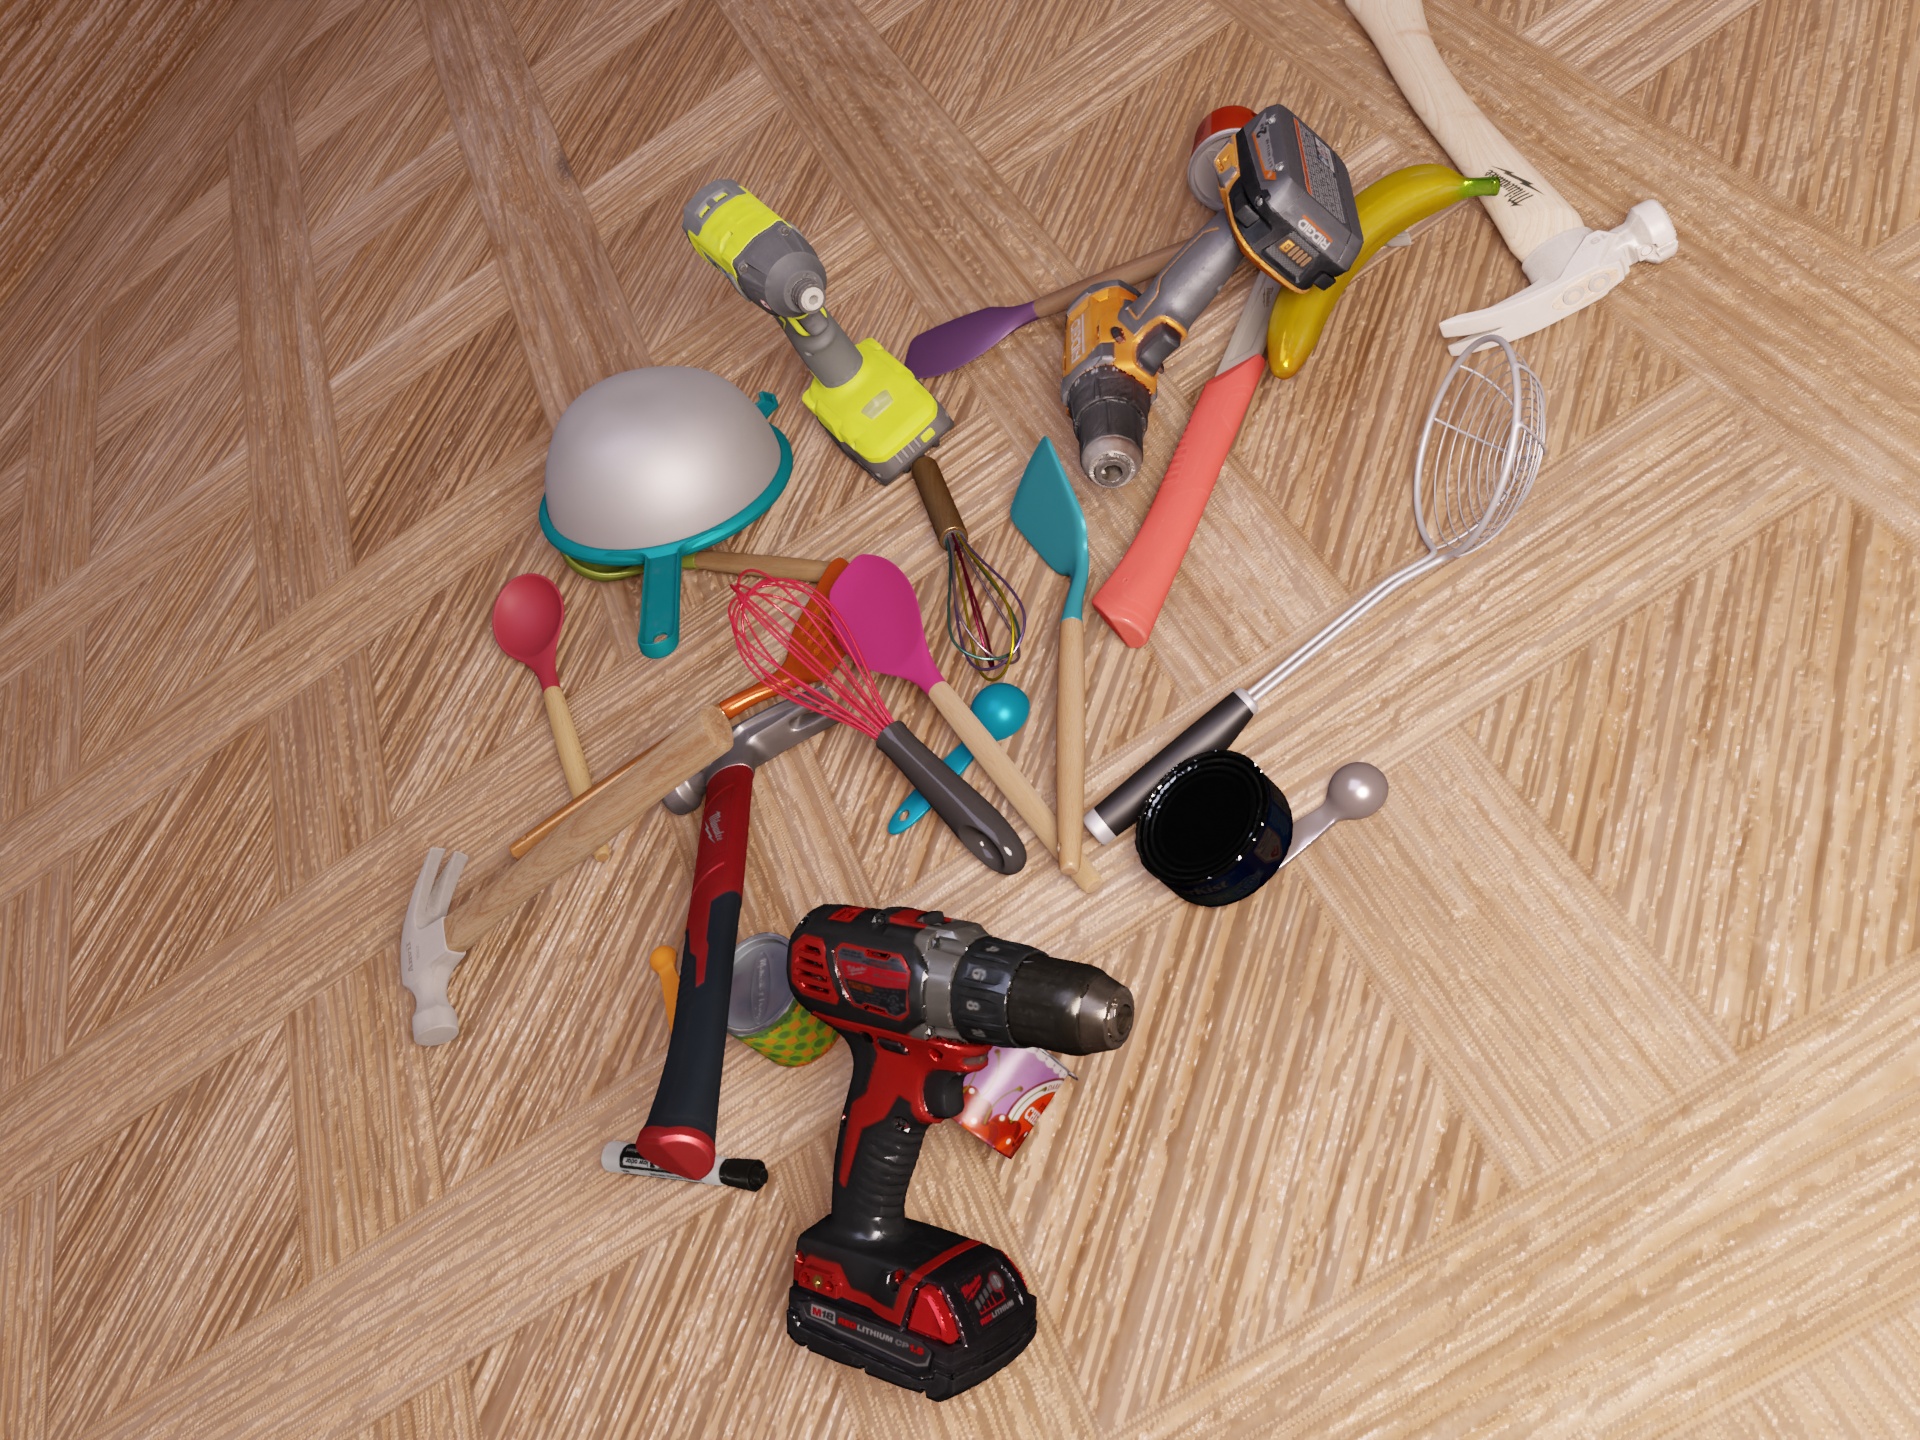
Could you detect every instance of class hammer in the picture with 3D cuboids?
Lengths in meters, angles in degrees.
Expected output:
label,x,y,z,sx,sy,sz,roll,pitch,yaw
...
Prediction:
label,x,y,z,sx,sy,sz,roll,pitch,yaw
hammer,0.343,-0.416,1.123,0.146,0.038,0.411,-26,48,16
hammer,-0.138,0.114,0.968,0.143,0.038,0.387,-27,30,13
hammer,0.182,-0.206,1.074,0.149,0.036,0.359,8,63,36
hammer,-0.278,0.090,1.092,0.331,0.031,0.130,-36,55,23

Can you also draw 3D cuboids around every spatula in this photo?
label,x,y,z,sx,sy,sz,roll,pitch,yaw
spatula,-0.195,0.001,1.150,0.322,0.041,0.081,-34,47,0
spatula,0.060,-0.042,1.014,0.044,0.082,0.318,12,53,-12
spatula,0.080,-0.319,1.207,0.316,0.018,0.060,-12,54,36

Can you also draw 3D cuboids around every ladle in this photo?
label,x,y,z,sx,sy,sz,roll,pitch,yaw
ladle,-0.315,-0.006,1.250,0.069,0.031,0.316,-36,49,8
ladle,-0.189,-0.132,1.242,0.320,0.062,0.078,9,53,33

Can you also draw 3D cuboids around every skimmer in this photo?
label,x,y,z,sx,sy,sz,roll,pitch,yaw
skimmer,0.197,-0.072,0.934,0.363,0.090,0.127,-41,14,4

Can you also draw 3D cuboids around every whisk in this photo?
label,x,y,z,sx,sy,sz,roll,pitch,yaw
whisk,-0.002,-0.112,1.119,0.051,0.047,0.245,-14,43,-6
whisk,-0.058,-0.003,1.033,0.073,0.073,0.296,-44,63,-3

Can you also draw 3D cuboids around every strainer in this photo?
label,x,y,z,sx,sy,sz,roll,pitch,yaw
strainer,-0.238,-0.181,1.214,0.211,0.095,0.341,-12,40,1

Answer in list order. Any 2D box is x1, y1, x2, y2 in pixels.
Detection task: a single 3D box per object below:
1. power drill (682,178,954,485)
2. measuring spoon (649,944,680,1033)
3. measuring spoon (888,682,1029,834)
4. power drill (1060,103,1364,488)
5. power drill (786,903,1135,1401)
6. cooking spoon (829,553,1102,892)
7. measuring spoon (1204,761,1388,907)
label,x,y,z,sx,sy,sz,roll,pitch,yaw
power drill,-0.101,-0.283,1.176,0.080,0.223,0.171,-42,47,0
measuring spoon,-0.185,0.191,1.038,0.021,0.011,0.117,-34,47,7
measuring spoon,-0.006,0.022,1.038,0.128,0.021,0.042,-48,47,-8
power drill,0.151,-0.266,1.036,0.226,0.084,0.186,-38,33,36
power drill,-0.004,0.209,0.790,0.188,0.080,0.226,5,96,34
cooking spoon,-0.002,-0.003,1.029,0.068,0.017,0.319,-49,52,15
measuring spoon,0.185,0.064,0.893,0.124,0.018,0.034,-38,47,4
